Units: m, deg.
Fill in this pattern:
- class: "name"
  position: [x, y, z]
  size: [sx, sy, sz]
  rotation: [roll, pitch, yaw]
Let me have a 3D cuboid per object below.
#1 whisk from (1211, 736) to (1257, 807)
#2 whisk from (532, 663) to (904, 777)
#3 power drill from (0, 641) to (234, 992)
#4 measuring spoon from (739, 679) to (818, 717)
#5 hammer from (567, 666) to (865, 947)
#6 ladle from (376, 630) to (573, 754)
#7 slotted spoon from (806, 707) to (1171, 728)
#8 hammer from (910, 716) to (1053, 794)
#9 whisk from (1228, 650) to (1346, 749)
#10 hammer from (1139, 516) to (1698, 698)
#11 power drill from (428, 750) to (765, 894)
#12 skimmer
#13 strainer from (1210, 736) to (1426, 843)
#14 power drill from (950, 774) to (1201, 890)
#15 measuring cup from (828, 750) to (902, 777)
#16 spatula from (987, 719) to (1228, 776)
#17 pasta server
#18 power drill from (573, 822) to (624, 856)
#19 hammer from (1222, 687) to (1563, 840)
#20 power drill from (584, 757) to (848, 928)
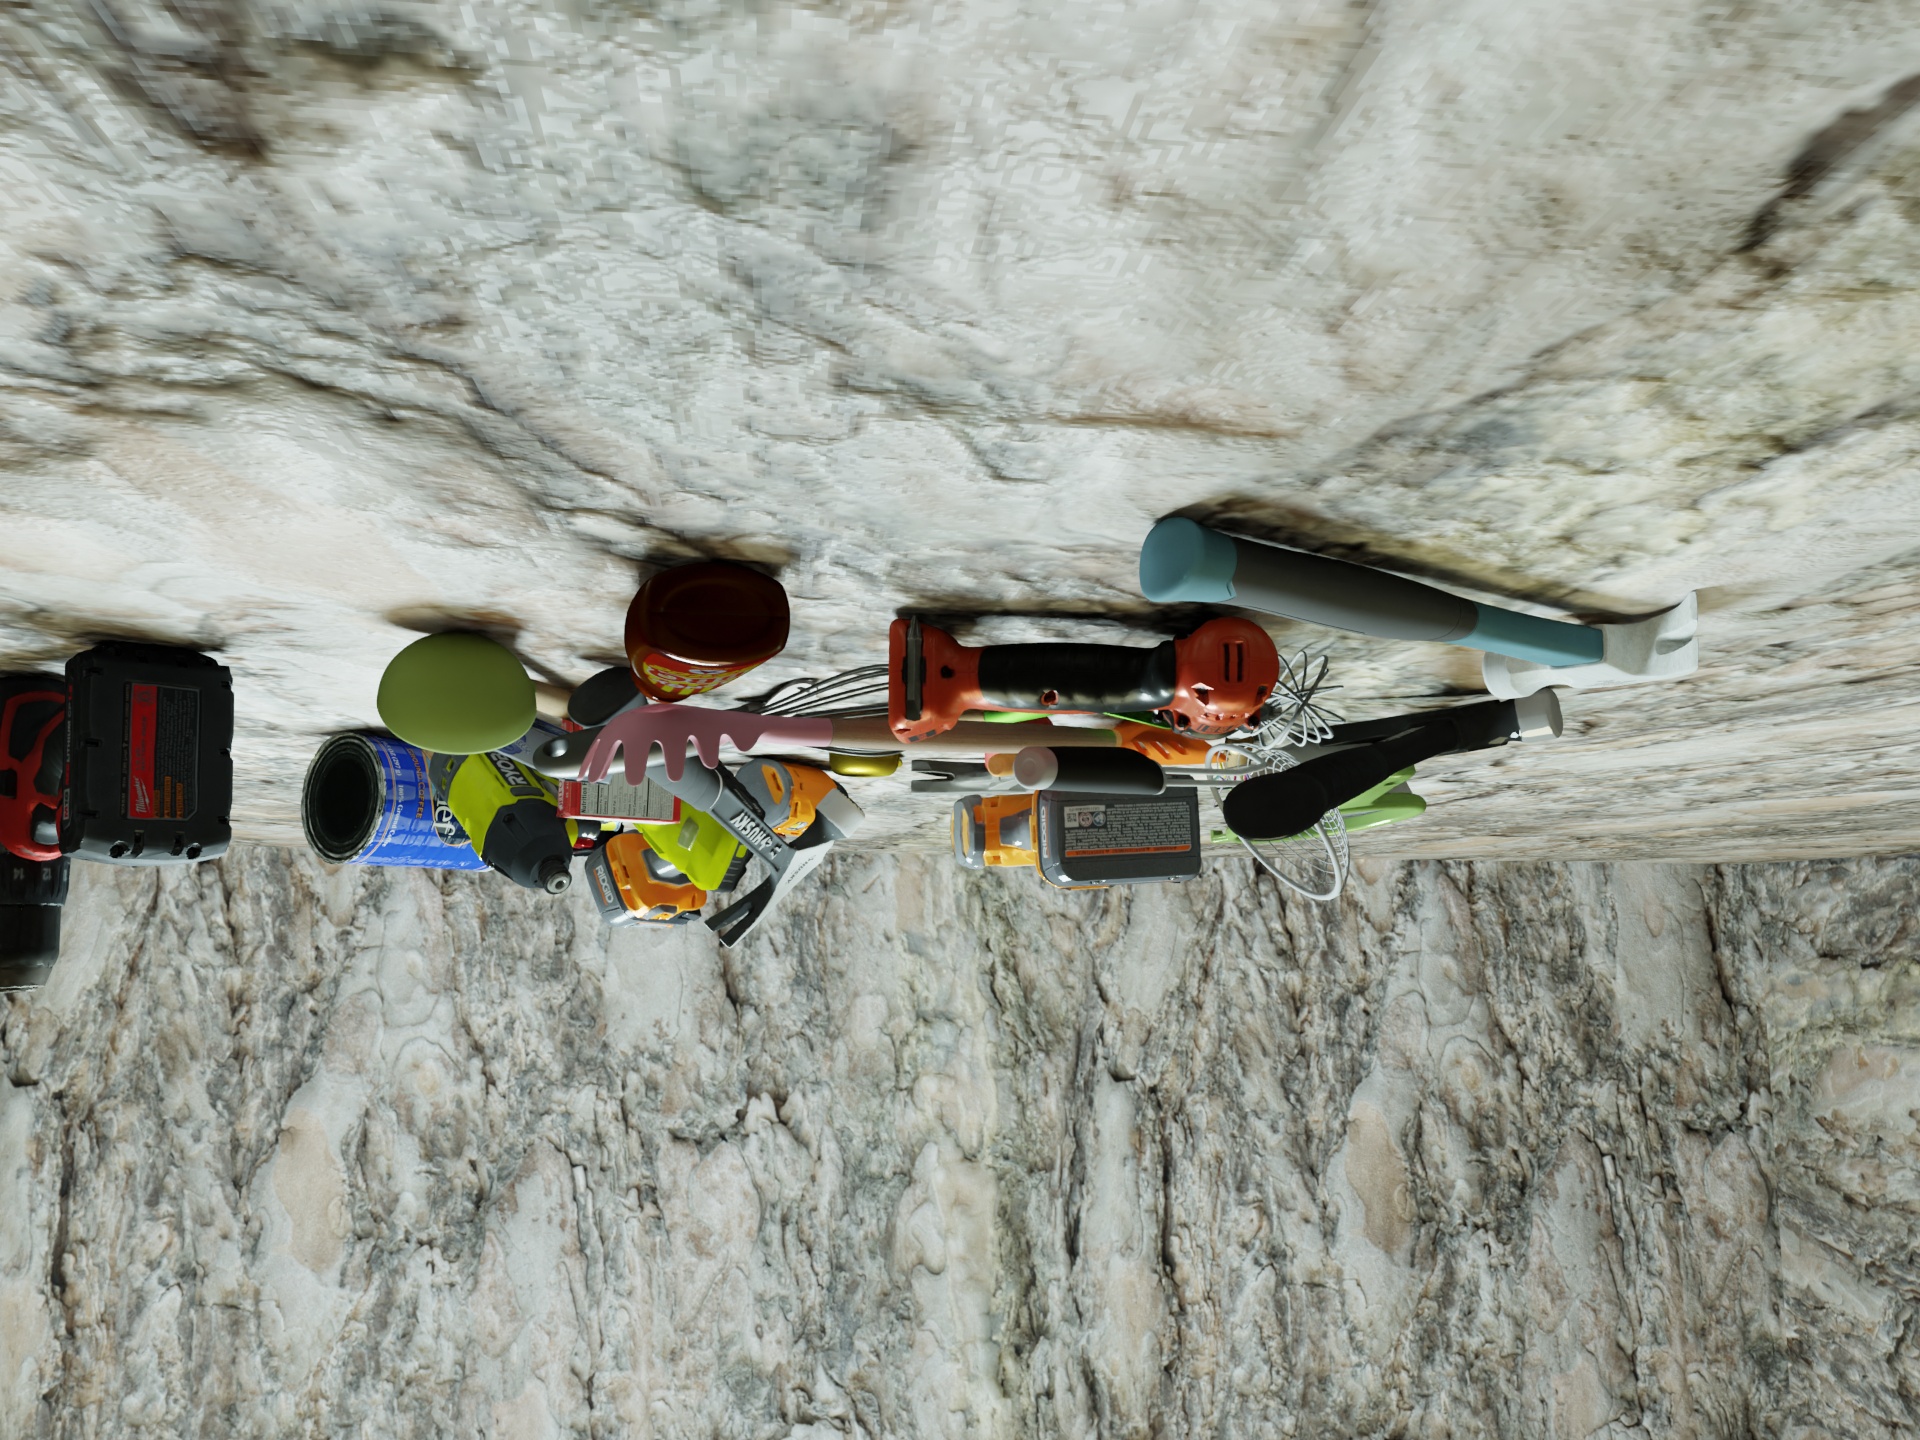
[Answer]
- class: "whisk"
  position: [0.224, 0.040, 1.274]
  size: [0.051, 0.047, 0.245]
  rotation: [0, 169, 9]
- class: "whisk"
  position: [-0.119, 0.006, 0.892]
  size: [0.239, 0.055, 0.055]
  rotation: [-9, 173, -7]
- class: "power drill"
  position: [-0.502, 0.056, 0.902]
  size: [0.227, 0.188, 0.080]
  rotation: [-12, 167, 40]
- class: "measuring spoon"
  position: [-0.114, -0.013, 1.011]
  size: [0.034, 0.018, 0.124]
  rotation: [21, 159, -19]
- class: "hammer"
  position: [-0.170, 0.056, 1.079]
  size: [0.036, 0.149, 0.408]
  rotation: [40, 172, 21]
- class: "ladle"
  position: [-0.251, -0.004, 0.926]
  size: [0.078, 0.062, 0.320]
  rotation: [18, 176, 2]
- class: "slotted spoon"
  position: [-0.002, -0.003, 1.022]
  size: [0.314, 0.031, 0.070]
  rotation: [-4, 171, 40]
- class: "hammer"
  position: [0.027, 0.028, 1.219]
  size: [0.149, 0.037, 0.359]
  rotation: [0, 173, 2]
- class: "whisk"
  position: [0.177, -0.005, 0.929]
  size: [0.058, 0.059, 0.246]
  rotation: [32, 178, 3]
- class: "hammer"
  position: [0.199, -0.044, 0.678]
  size: [0.330, 0.033, 0.128]
  rotation: [7, 171, -38]
- class: "power drill"
  position: [-0.268, 0.076, 1.207]
  size: [0.223, 0.080, 0.171]
  rotation: [5, -153, -45]
- class: "skimmer"
  position: [0.130, 0.058, 0.956]
  size: [0.363, 0.090, 0.127]
  rotation: [5, -147, -52]
- class: "strainer"
  position: [0.276, 0.037, 1.160]
  size: [0.151, 0.069, 0.256]
  rotation: [-6, 167, -5]
- class: "power drill"
  position: [0.108, 0.082, 1.212]
  size: [0.185, 0.084, 0.226]
  rotation: [-1, 177, -17]
- class: "measuring cup"
  position: [-0.069, 0.038, 1.309]
  size: [0.062, 0.029, 0.156]
  rotation: [-1, 171, 9]
- class: "spatula"
  position: [0.093, 0.024, 1.053]
  size: [0.081, 0.041, 0.322]
  rotation: [-2, -177, 27]
- class: "pasta server"
  position: [-0.047, 0.015, 0.851]
  size: [0.316, 0.040, 0.060]
  rotation: [2, 180, -31]
- class: "power drill"
  position: [-0.428, 0.077, 1.468]
  size: [0.219, 0.078, 0.143]
  rotation: [9, 168, -34]
- class: "hammer"
  position: [0.222, 0.024, 0.879]
  size: [0.146, 0.035, 0.334]
  rotation: [-12, 180, 33]
- class: "power drill"
  position: [-0.211, 0.111, 1.460]
  size: [0.226, 0.084, 0.164]
  rotation: [-30, 162, 18]
